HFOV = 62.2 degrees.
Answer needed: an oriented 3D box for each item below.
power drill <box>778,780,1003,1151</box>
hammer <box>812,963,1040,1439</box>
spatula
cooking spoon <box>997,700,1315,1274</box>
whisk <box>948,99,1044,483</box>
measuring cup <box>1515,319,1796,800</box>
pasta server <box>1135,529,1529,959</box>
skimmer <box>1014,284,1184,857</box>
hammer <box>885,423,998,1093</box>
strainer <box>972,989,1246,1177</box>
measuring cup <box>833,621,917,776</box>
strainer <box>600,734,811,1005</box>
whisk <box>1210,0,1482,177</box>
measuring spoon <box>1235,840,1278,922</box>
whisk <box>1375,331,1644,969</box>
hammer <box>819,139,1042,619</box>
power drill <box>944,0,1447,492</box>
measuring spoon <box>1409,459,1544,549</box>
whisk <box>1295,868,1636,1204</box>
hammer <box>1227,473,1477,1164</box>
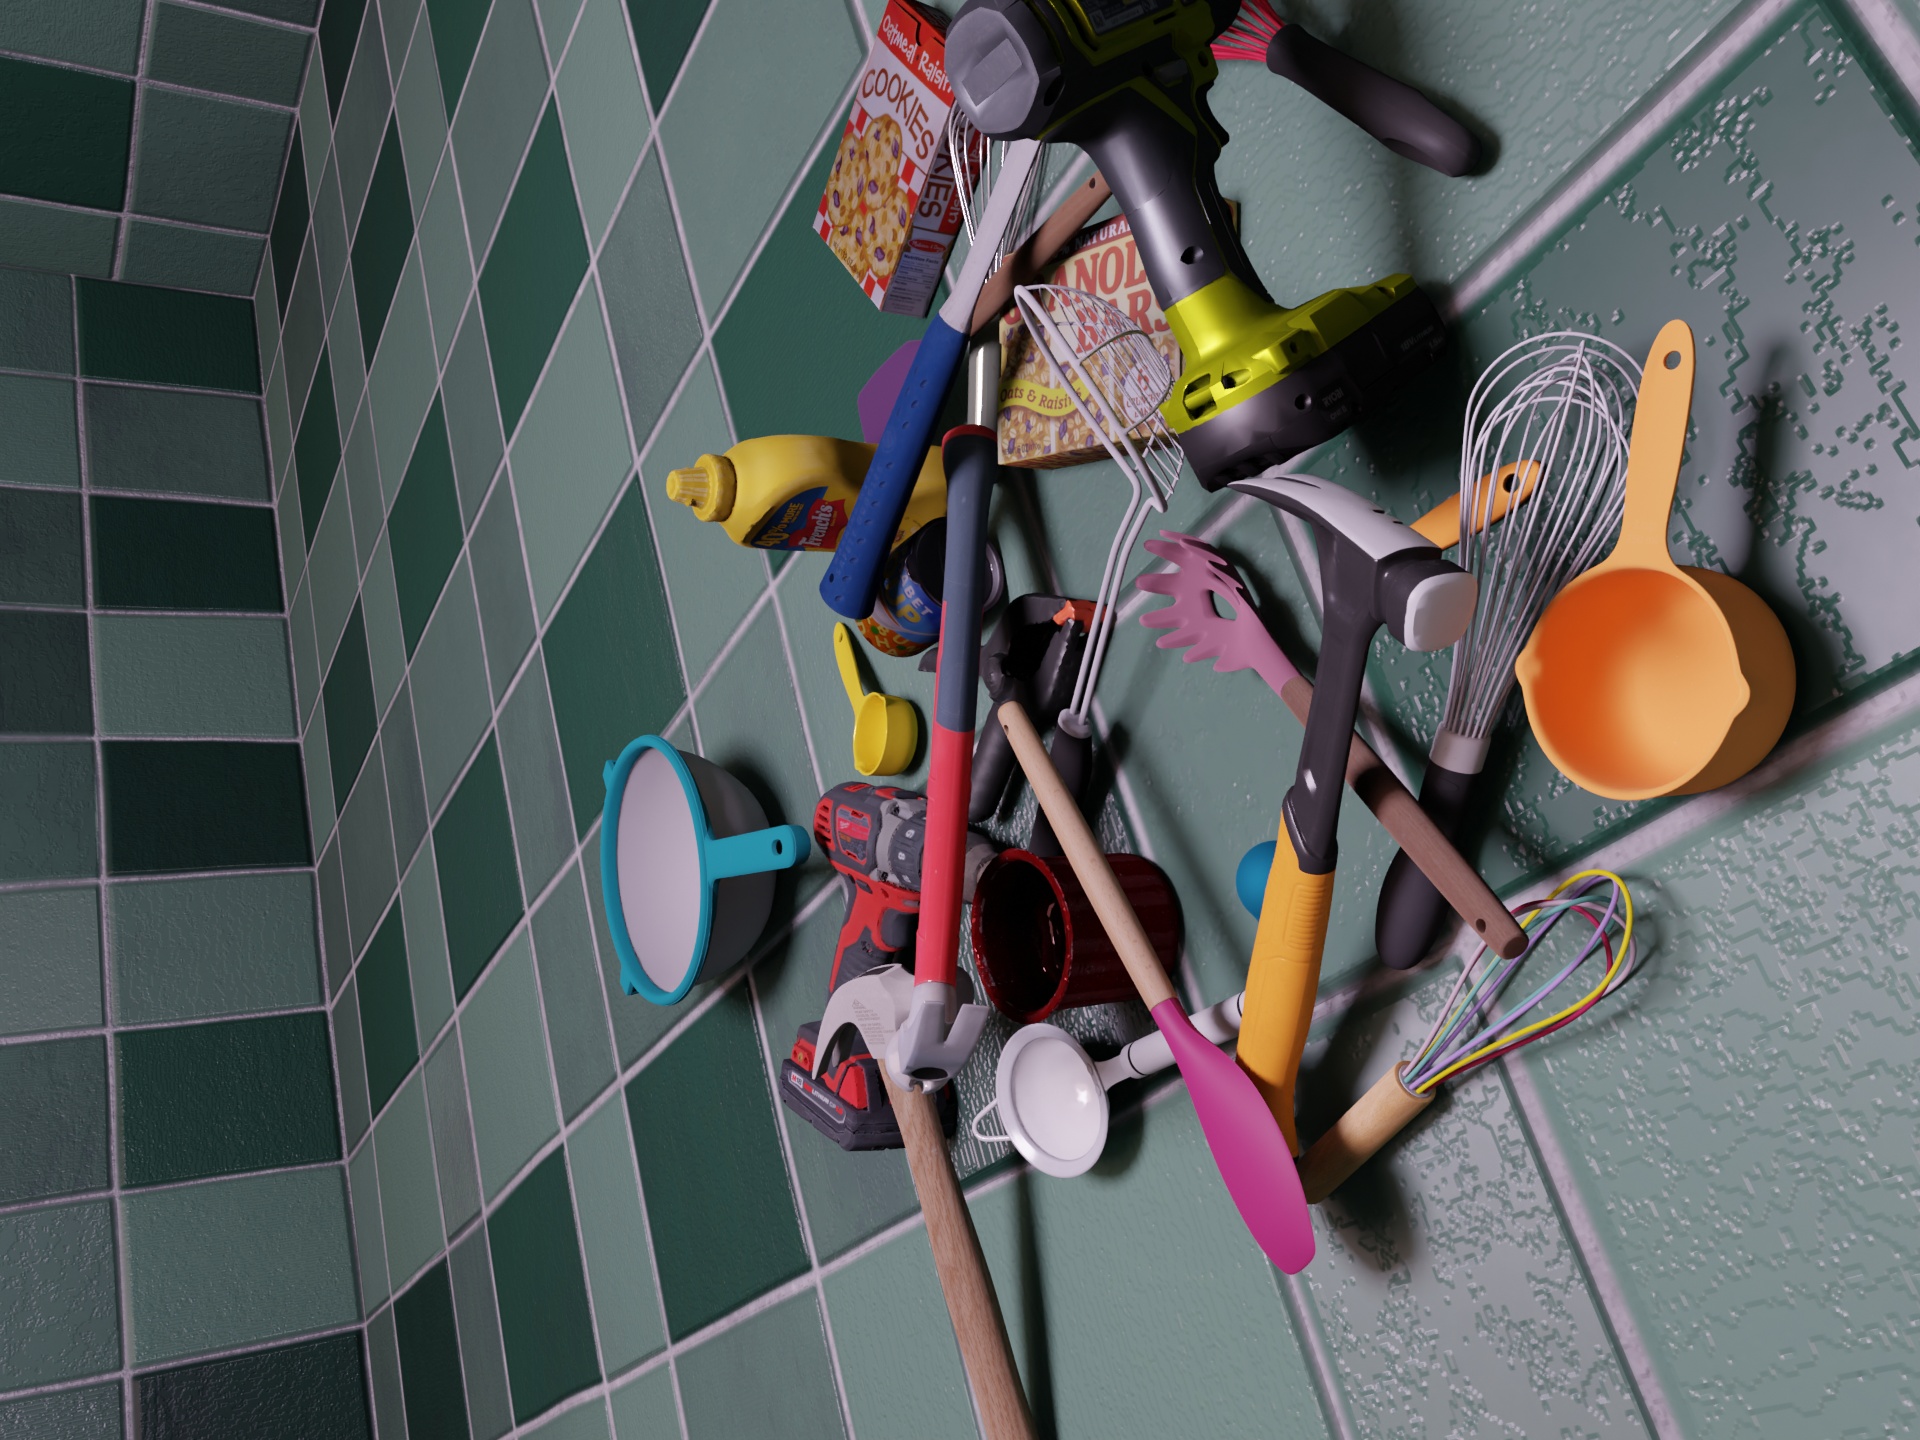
[{"bbox_3d":[-0.040,0.160,1.034,0.188,0.080,0.226,14,99,55],"label":"power drill"},{"bbox_3d":[-0.006,0.305,0.940,0.130,0.031,0.331,-13,95,44],"label":"hammer"},{"bbox_3d":[0.008,-0.236,0.940,0.316,0.018,0.060,-31,69,58],"label":"spatula"},{"bbox_3d":[0.088,0.118,0.780,0.068,0.017,0.319,108,142,-52],"label":"cooking spoon"},{"bbox_3d":[0.020,-0.268,0.972,0.058,0.059,0.246,-67,-21,-80],"label":"whisk"},{"bbox_3d":[0.266,-0.057,0.588,0.095,0.052,0.173,13,99,56],"label":"measuring cup"},{"bbox_3d":[0.156,0.001,0.717,0.317,0.040,0.060,-117,31,-53],"label":"pasta server"},{"bbox_3d":[0.046,-0.047,0.837,0.127,0.090,0.363,-117,31,-50],"label":"skimmer"},{"bbox_3d":[-0.001,-0.003,0.868,0.143,0.038,0.387,110,165,-65],"label":"hammer"},{"bbox_3d":[0.093,0.185,0.851,0.258,0.050,0.087,-40,65,48],"label":"strainer"},{"bbox_3d":[-0.062,-0.020,1.118,0.157,0.029,0.062,-112,38,-48],"label":"measuring cup"},{"bbox_3d":[-0.171,0.106,1.211,0.340,0.095,0.211,-15,79,55],"label":"strainer"},{"bbox_3d":[0.146,-0.332,0.769,0.296,0.073,0.073,51,131,37],"label":"whisk"},{"bbox_3d":[0.149,0.124,0.789,0.042,0.021,0.128,4,94,56],"label":"measuring spoon"},{"bbox_3d":[0.216,-0.019,0.662,0.070,0.070,0.284,39,127,50],"label":"whisk"},{"bbox_3d":[-0.001,-0.233,0.879,0.144,0.035,0.405,55,133,38],"label":"hammer"},{"bbox_3d":[0.111,-0.229,0.687,0.080,0.171,0.223,-18,105,55],"label":"power drill"},{"bbox_3d":[0.210,-0.086,0.707,0.117,0.011,0.021,-33,63,52],"label":"measuring spoon"},{"bbox_3d":[0.208,0.147,0.685,0.047,0.051,0.244,59,139,30],"label":"whisk"},{"bbox_3d":[0.144,0.063,0.690,0.127,0.034,0.336,-127,33,-53],"label":"hammer"}]
